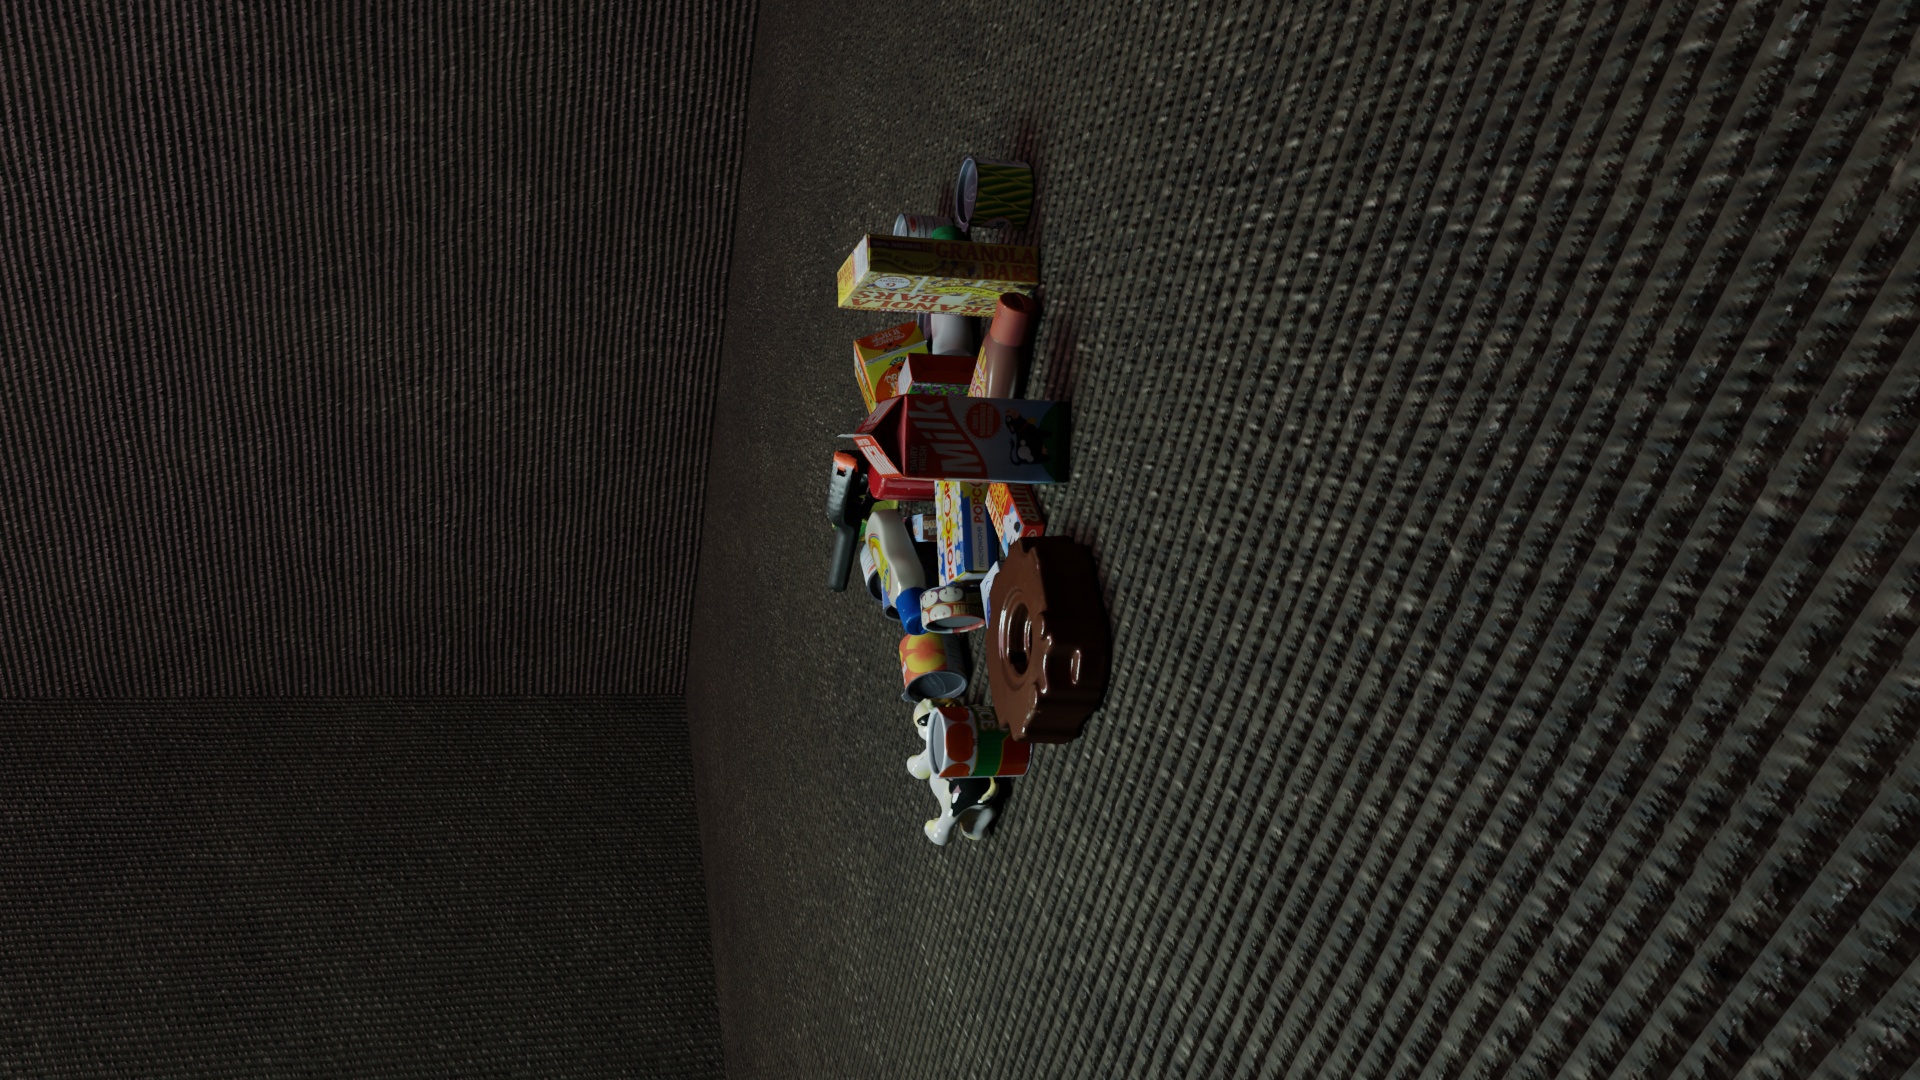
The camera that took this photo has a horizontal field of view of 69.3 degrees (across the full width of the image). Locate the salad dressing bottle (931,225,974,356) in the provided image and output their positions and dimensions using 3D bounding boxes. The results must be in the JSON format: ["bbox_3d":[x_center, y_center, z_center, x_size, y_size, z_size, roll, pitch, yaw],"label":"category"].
[{"bbox_3d":[-0.010,-0.263,1.485,0.064,0.044,0.148,117,152,-71],"label":"salad dressing bottle"}]

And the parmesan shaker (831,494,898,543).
[{"bbox_3d":[-0.123,-0.042,1.791,0.102,0.071,0.071,139,130,-68],"label":"parmesan shaker"}]

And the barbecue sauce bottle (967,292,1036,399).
[{"bbox_3d":[0.037,-0.163,1.318,0.065,0.044,0.147,-106,25,-47],"label":"barbecue sauce bottle"}]

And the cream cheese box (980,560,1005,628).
[{"bbox_3d":[0.044,0.075,1.307,0.053,0.024,0.104,120,147,-55],"label":"cream cheese box"}]

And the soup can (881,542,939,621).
[{"bbox_3d":[-0.055,0.040,1.564,0.071,0.071,0.084,122,146,-59],"label":"soup can"}]

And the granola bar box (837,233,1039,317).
[{"bbox_3d":[-0.023,-0.248,1.316,0.124,0.166,0.039,161,109,-71],"label":"granola bar box"}]

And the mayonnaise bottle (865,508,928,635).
[{"bbox_3d":[-0.063,0.036,1.481,0.064,0.041,0.149,101,155,-43],"label":"mayonnaise bottle"}]

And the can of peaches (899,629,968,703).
[{"bbox_3d":[-0.031,0.133,1.466,0.070,0.071,0.058,112,155,-48],"label":"can of peaches"}]

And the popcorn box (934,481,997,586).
[{"bbox_3d":[0.005,-0.018,1.416,0.085,0.038,0.127,138,131,-68],"label":"popcorn box"}]

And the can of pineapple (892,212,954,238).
[{"bbox_3d":[-0.043,-0.333,1.570,0.071,0.058,0.071,-177,89,-73],"label":"can of pineapple"}]

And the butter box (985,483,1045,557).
[{"bbox_3d":[0.050,-0.026,1.295,0.104,0.024,0.052,-109,26,-49],"label":"butter box"}]

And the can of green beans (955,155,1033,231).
[{"bbox_3d":[0.032,-0.331,1.326,0.071,0.058,0.071,-177,89,-73],"label":"can of green beans"}]

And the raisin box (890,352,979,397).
[{"bbox_3d":[-0.028,-0.145,1.455,0.122,0.086,0.040,119,146,-56],"label":"raisin box"}]

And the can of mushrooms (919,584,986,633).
[{"bbox_3d":[-0.005,0.069,1.398,0.070,0.071,0.033,130,139,-63],"label":"can of mushrooms"}]

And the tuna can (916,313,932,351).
[{"bbox_3d":[-0.025,-0.240,1.544,0.071,0.033,0.071,-177,89,-73],"label":"tuna can"}]

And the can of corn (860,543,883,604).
[{"bbox_3d":[-0.082,0.035,1.652,0.058,0.071,0.070,-109,27,-50],"label":"can of corn"}]

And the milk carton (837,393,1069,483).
[{"bbox_3d":[-0.007,-0.088,1.203,0.072,0.191,0.073,-175,87,-73],"label":"milk carton"}]

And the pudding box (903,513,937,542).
[{"bbox_3d":[-0.030,-0.013,1.510,0.083,0.050,0.030,175,95,-73],"label":"pudding box"}]

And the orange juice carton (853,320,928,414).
[{"bbox_3d":[-0.073,-0.185,1.531,0.192,0.072,0.073,118,133,-82],"label":"orange juice carton"}]

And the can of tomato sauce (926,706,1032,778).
[{"bbox_3d":[0.017,0.184,1.283,0.071,0.083,0.071,-178,89,-73],"label":"can of tomato sauce"}]
